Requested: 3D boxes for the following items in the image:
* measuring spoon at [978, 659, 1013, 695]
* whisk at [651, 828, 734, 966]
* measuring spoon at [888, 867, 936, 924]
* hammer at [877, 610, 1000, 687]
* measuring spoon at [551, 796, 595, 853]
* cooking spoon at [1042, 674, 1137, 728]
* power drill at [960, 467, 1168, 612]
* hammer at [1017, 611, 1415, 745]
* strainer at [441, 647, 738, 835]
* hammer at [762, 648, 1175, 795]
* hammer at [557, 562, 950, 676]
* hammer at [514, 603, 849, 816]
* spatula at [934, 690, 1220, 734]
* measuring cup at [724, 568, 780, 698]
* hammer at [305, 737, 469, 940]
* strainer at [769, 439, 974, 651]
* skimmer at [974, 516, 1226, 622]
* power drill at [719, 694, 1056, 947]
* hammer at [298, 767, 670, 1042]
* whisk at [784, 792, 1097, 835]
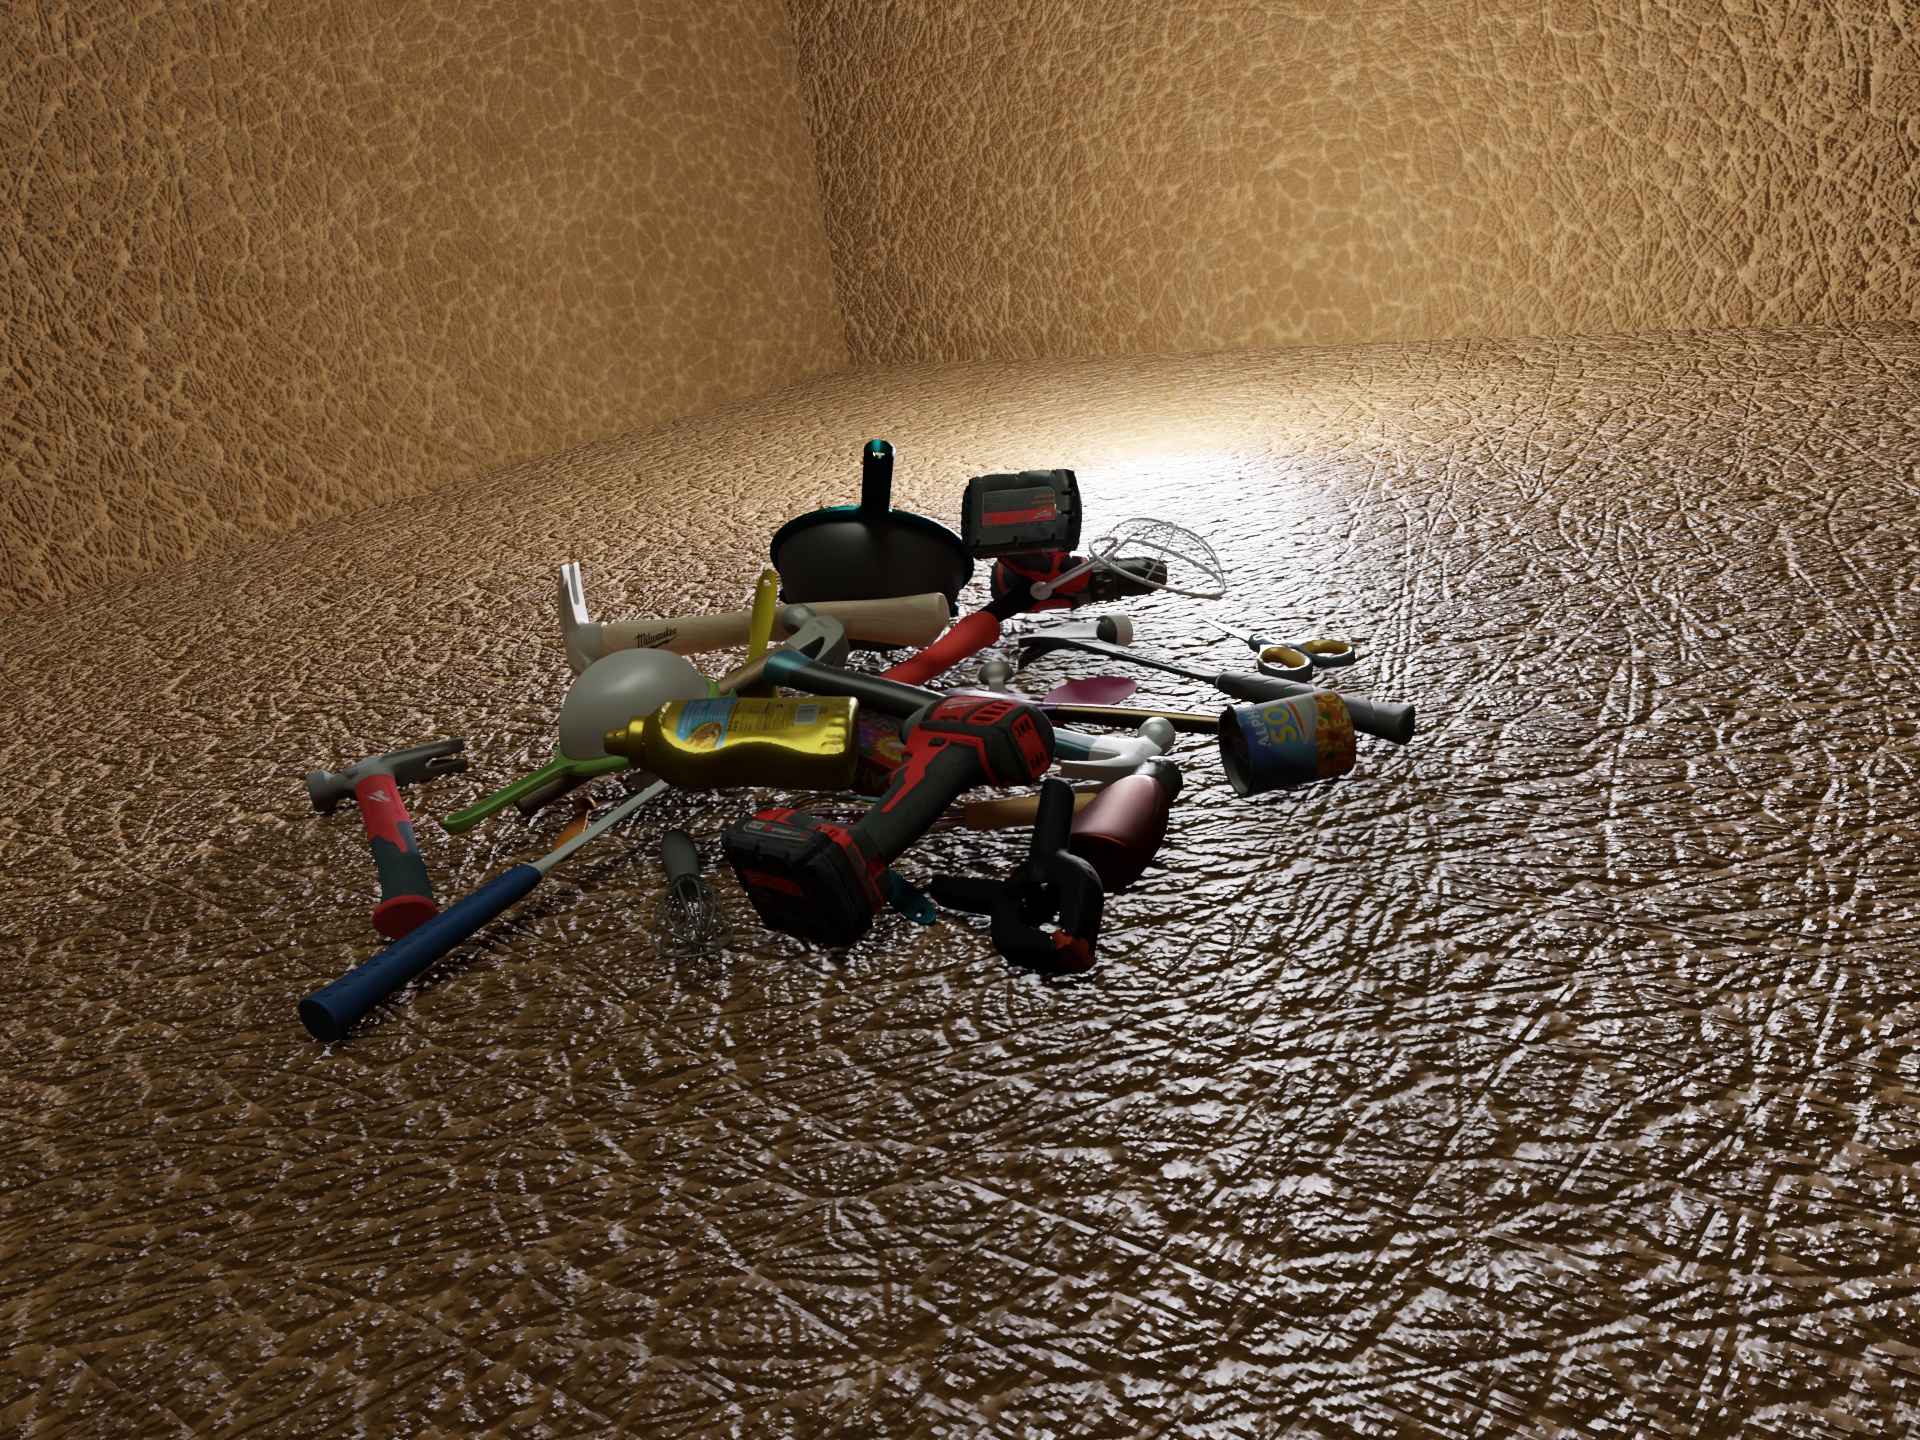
[{"bbox_3d":[0.033,-0.033,1.477,0.034,0.018,0.124,-8,21,3],"label":"measuring spoon"},{"bbox_3d":[-0.198,0.120,1.133,0.055,0.055,0.239,-13,16,-10],"label":"whisk"},{"bbox_3d":[-0.051,0.118,1.115,0.042,0.021,0.129,-34,37,-18],"label":"measuring spoon"},{"bbox_3d":[-0.064,-0.028,1.482,0.149,0.036,0.359,6,25,35],"label":"hammer"},{"bbox_3d":[-0.321,0.087,1.317,0.021,0.011,0.117,-9,20,1],"label":"measuring spoon"},{"bbox_3d":[0.047,0.019,1.331,0.069,0.017,0.319,13,29,37],"label":"cooking spoon"},{"bbox_3d":[0.105,-0.172,1.617,0.188,0.080,0.226,-3,-17,15],"label":"power drill"},{"bbox_3d":[0.216,-0.037,1.365,0.149,0.036,0.409,-12,20,-36],"label":"hammer"},{"bbox_3d":[-0.324,0.005,1.323,0.256,0.069,0.152,-32,27,-26],"label":"strainer"},{"bbox_3d":[-0.002,-0.004,1.272,0.331,0.033,0.128,15,27,17],"label":"hammer"},{"bbox_3d":[-0.210,-0.100,1.563,0.410,0.146,0.038,-4,12,19],"label":"hammer"},{"bbox_3d":[-0.244,-0.006,1.411,0.331,0.031,0.130,-30,32,-20],"label":"hammer"},{"bbox_3d":[0.107,-0.006,1.332,0.316,0.018,0.060,5,24,21],"label":"spatula"},{"bbox_3d":[-0.196,-0.069,1.514,0.062,0.157,0.029,14,-18,-21],"label":"measuring cup"},{"bbox_3d":[-0.459,0.093,1.327,0.143,0.038,0.387,-15,21,-21],"label":"hammer"},{"bbox_3d":[-0.087,-0.151,1.559,0.211,0.095,0.340,5,-21,-3],"label":"strainer"},{"bbox_3d":[0.111,-0.113,1.519,0.127,0.090,0.363,3,-13,-30],"label":"skimmer"},{"bbox_3d":[-0.050,0.056,1.107,0.220,0.078,0.143,-38,26,-30],"label":"power drill"},{"bbox_3d":[-0.316,0.110,1.185,0.144,0.035,0.405,-7,20,38],"label":"hammer"},{"bbox_3d":[-0.018,0.070,1.188,0.245,0.051,0.047,-5,14,4],"label":"whisk"}]
